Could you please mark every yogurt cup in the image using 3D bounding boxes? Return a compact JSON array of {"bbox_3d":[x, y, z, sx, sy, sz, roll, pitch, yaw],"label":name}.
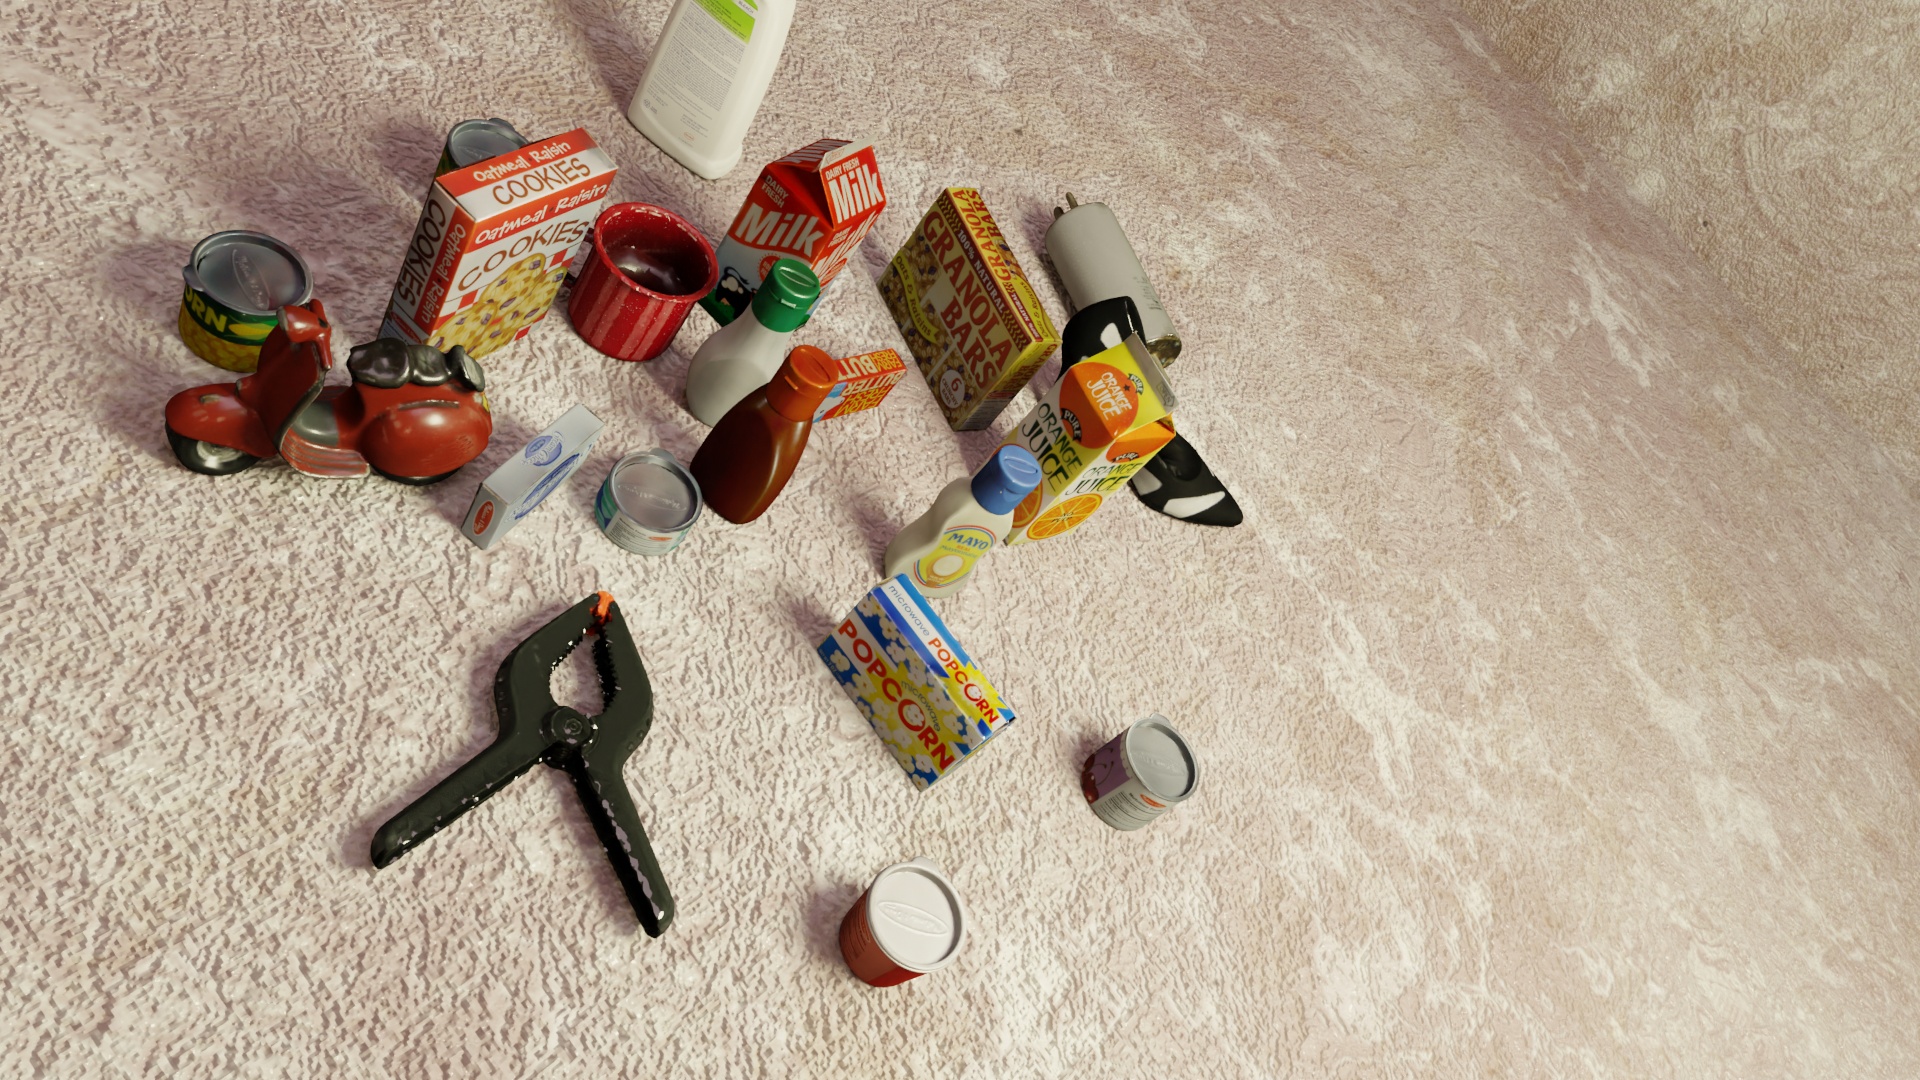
[{"bbox_3d":[-0.038,0.237,0.845,0.072,0.053,0.073,20,47,-23],"label":"yogurt cup"}]

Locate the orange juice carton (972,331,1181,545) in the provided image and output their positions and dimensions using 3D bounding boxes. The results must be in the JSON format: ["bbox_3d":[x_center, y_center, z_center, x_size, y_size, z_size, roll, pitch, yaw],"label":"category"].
[{"bbox_3d":[0.098,-0.078,1.096,0.073,0.191,0.072,-8,63,-41],"label":"orange juice carton"}]

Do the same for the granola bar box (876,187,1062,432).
[{"bbox_3d":[0.003,-0.193,1.168,0.039,0.123,0.166,-8,63,-41],"label":"granola bar box"}]

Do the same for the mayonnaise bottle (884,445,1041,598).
[{"bbox_3d":[0.004,-0.013,1.006,0.065,0.147,0.041,17,49,-27],"label":"mayonnaise bottle"}]

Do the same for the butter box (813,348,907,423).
[{"bbox_3d":[-0.094,-0.119,1.087,0.104,0.053,0.024,-21,71,-45],"label":"butter box"}]

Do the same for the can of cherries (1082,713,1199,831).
[{"bbox_3d":[0.132,0.171,1.023,0.071,0.058,0.072,20,47,-23],"label":"can of cherries"}]

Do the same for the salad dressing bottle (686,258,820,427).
[{"bbox_3d":[-0.148,-0.139,0.993,0.064,0.147,0.044,23,46,-21],"label":"salad dressing bottle"}]

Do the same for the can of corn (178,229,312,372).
[{"bbox_3d":[-0.438,-0.144,0.844,0.071,0.058,0.071,20,47,-23],"label":"can of corn"}]

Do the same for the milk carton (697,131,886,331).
[{"bbox_3d":[-0.124,-0.234,1.055,0.073,0.189,0.073,45,42,2],"label":"milk carton"}]

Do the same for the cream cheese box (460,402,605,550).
[{"bbox_3d":[-0.274,-0.042,0.890,0.024,0.053,0.104,40,42,-4],"label":"cream cheese box"}]

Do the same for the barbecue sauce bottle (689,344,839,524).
[{"bbox_3d":[-0.132,-0.074,0.952,0.065,0.147,0.044,49,43,6],"label":"barbecue sauce bottle"}]

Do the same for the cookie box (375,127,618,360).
[{"bbox_3d":[-0.302,-0.180,0.895,0.040,0.166,0.123,45,42,1],"label":"cookie box"}]

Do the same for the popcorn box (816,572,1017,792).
[{"bbox_3d":[-0.032,0.096,0.939,0.127,0.084,0.038,52,43,9],"label":"popcorn box"}]

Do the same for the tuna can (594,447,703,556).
[{"bbox_3d":[-0.211,-0.027,0.940,0.071,0.032,0.071,20,47,-23],"label":"tuna can"}]

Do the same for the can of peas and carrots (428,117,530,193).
[{"bbox_3d":[-0.346,-0.263,1.008,0.071,0.058,0.071,20,47,-23],"label":"can of peas and carrots"}]
